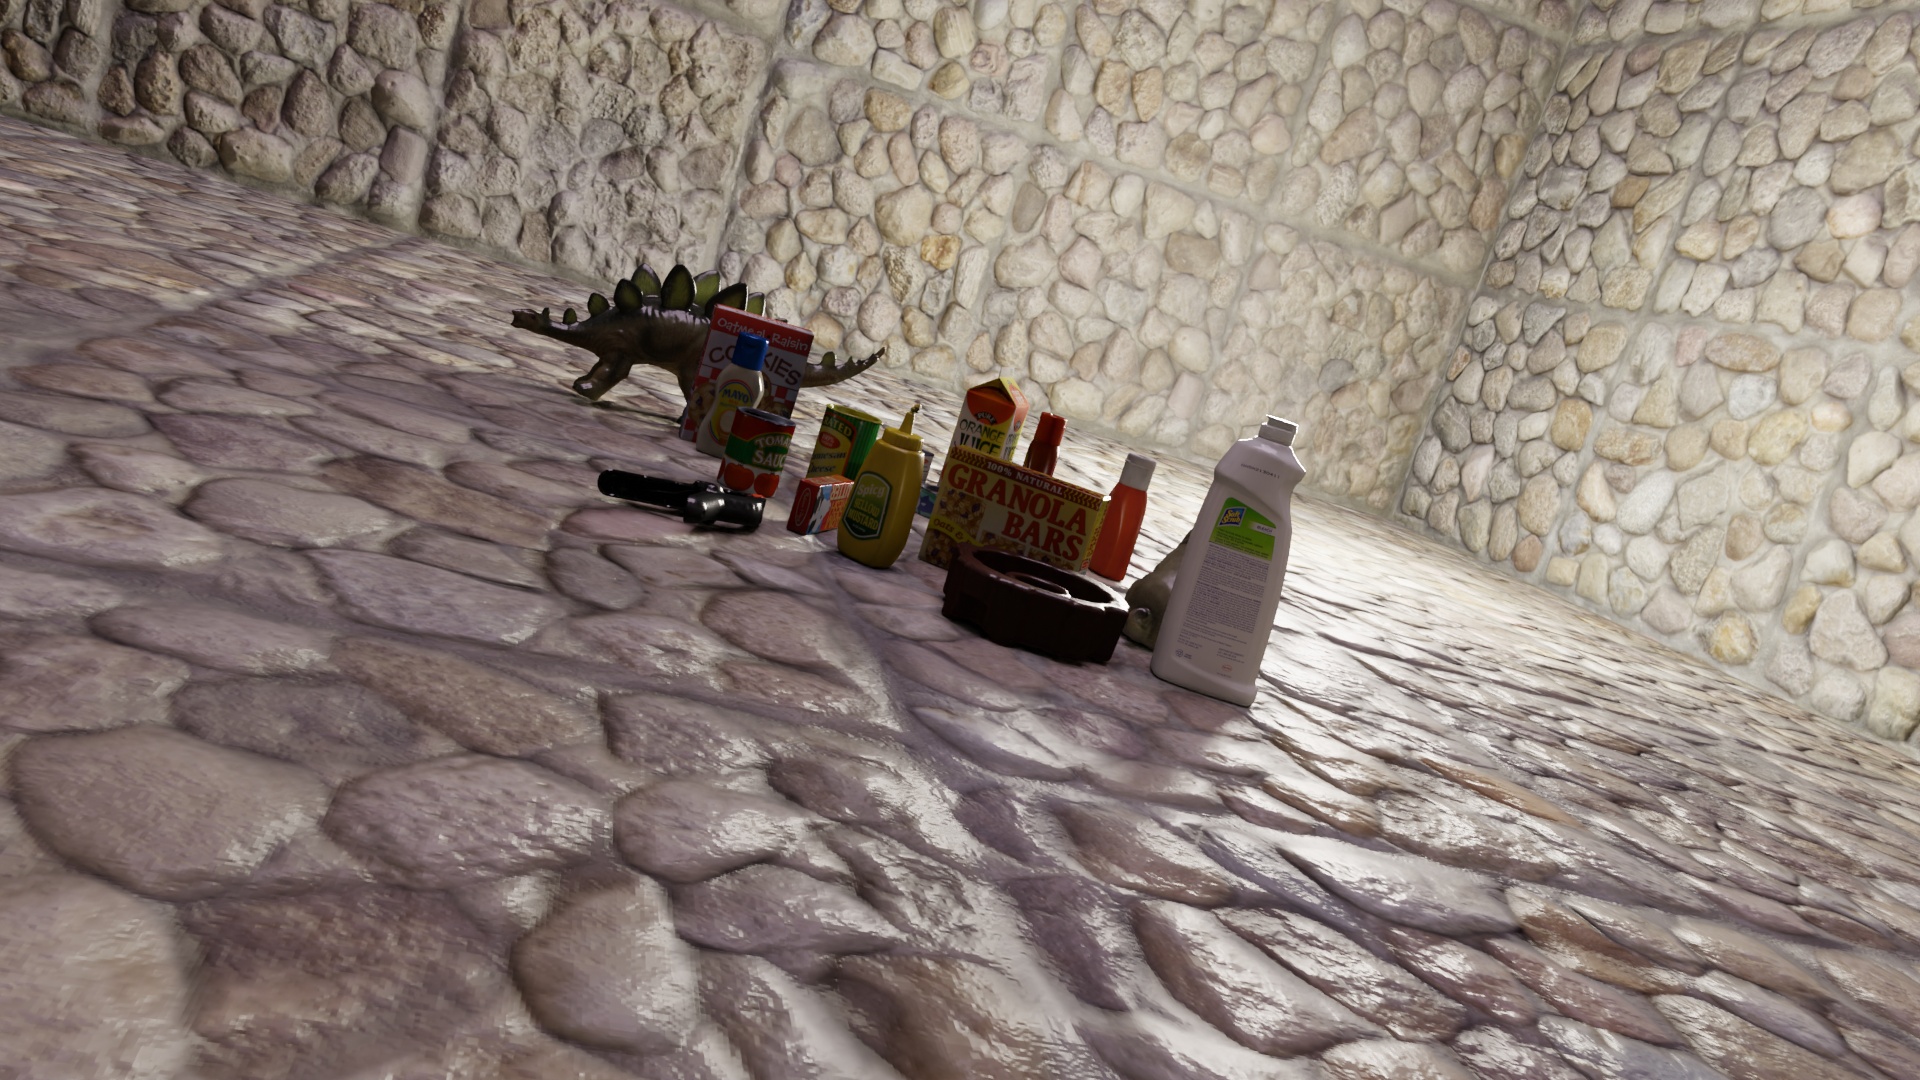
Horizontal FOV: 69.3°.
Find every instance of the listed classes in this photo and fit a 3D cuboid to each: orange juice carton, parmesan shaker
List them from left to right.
[{"bbox_3d":[-0.134,-0.097,1.588,0.071,0.103,0.071,17,10,-3],"label":"parmesan shaker"},{"bbox_3d":[0.034,-0.136,1.825,0.073,0.192,0.072,20,10,14],"label":"orange juice carton"}]

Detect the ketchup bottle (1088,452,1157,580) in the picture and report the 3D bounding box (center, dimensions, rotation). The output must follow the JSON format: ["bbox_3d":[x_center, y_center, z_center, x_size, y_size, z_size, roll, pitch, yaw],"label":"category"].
[{"bbox_3d":[0.193,-0.030,1.657,0.043,0.148,0.065,14,11,-23],"label":"ketchup bottle"}]

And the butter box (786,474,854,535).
[{"bbox_3d":[-0.140,-0.037,1.402,0.024,0.053,0.104,20,10,14],"label":"butter box"}]

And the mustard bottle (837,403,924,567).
[{"bbox_3d":[-0.069,-0.056,1.323,0.065,0.160,0.049,23,11,29],"label":"mustard bottle"}]

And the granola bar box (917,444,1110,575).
[{"bbox_3d":[0.054,-0.012,1.398,0.166,0.124,0.039,21,10,18],"label":"granola bar box"}]

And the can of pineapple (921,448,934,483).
[{"bbox_3d":[-0.074,-0.094,1.802,0.071,0.057,0.071,17,10,-3],"label":"can of pineapple"}]

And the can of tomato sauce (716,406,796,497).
[{"bbox_3d":[-0.218,-0.094,1.491,0.071,0.083,0.071,17,10,-3],"label":"can of tomato sauce"}]

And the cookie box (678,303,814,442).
[{"bbox_3d":[-0.261,-0.191,1.692,0.123,0.167,0.040,14,10,-19],"label":"cookie box"}]

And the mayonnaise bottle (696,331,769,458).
[{"bbox_3d":[-0.262,-0.169,1.628,0.065,0.147,0.041,17,10,-5],"label":"mayonnaise bottle"}]

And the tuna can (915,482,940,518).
[{"bbox_3d":[-0.025,-0.045,1.692,0.071,0.032,0.071,17,10,-3],"label":"tuna can"}]

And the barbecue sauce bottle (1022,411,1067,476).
[{"bbox_3d":[0.104,-0.096,1.857,0.044,0.148,0.065,17,10,-5],"label":"barbecue sauce bottle"}]
